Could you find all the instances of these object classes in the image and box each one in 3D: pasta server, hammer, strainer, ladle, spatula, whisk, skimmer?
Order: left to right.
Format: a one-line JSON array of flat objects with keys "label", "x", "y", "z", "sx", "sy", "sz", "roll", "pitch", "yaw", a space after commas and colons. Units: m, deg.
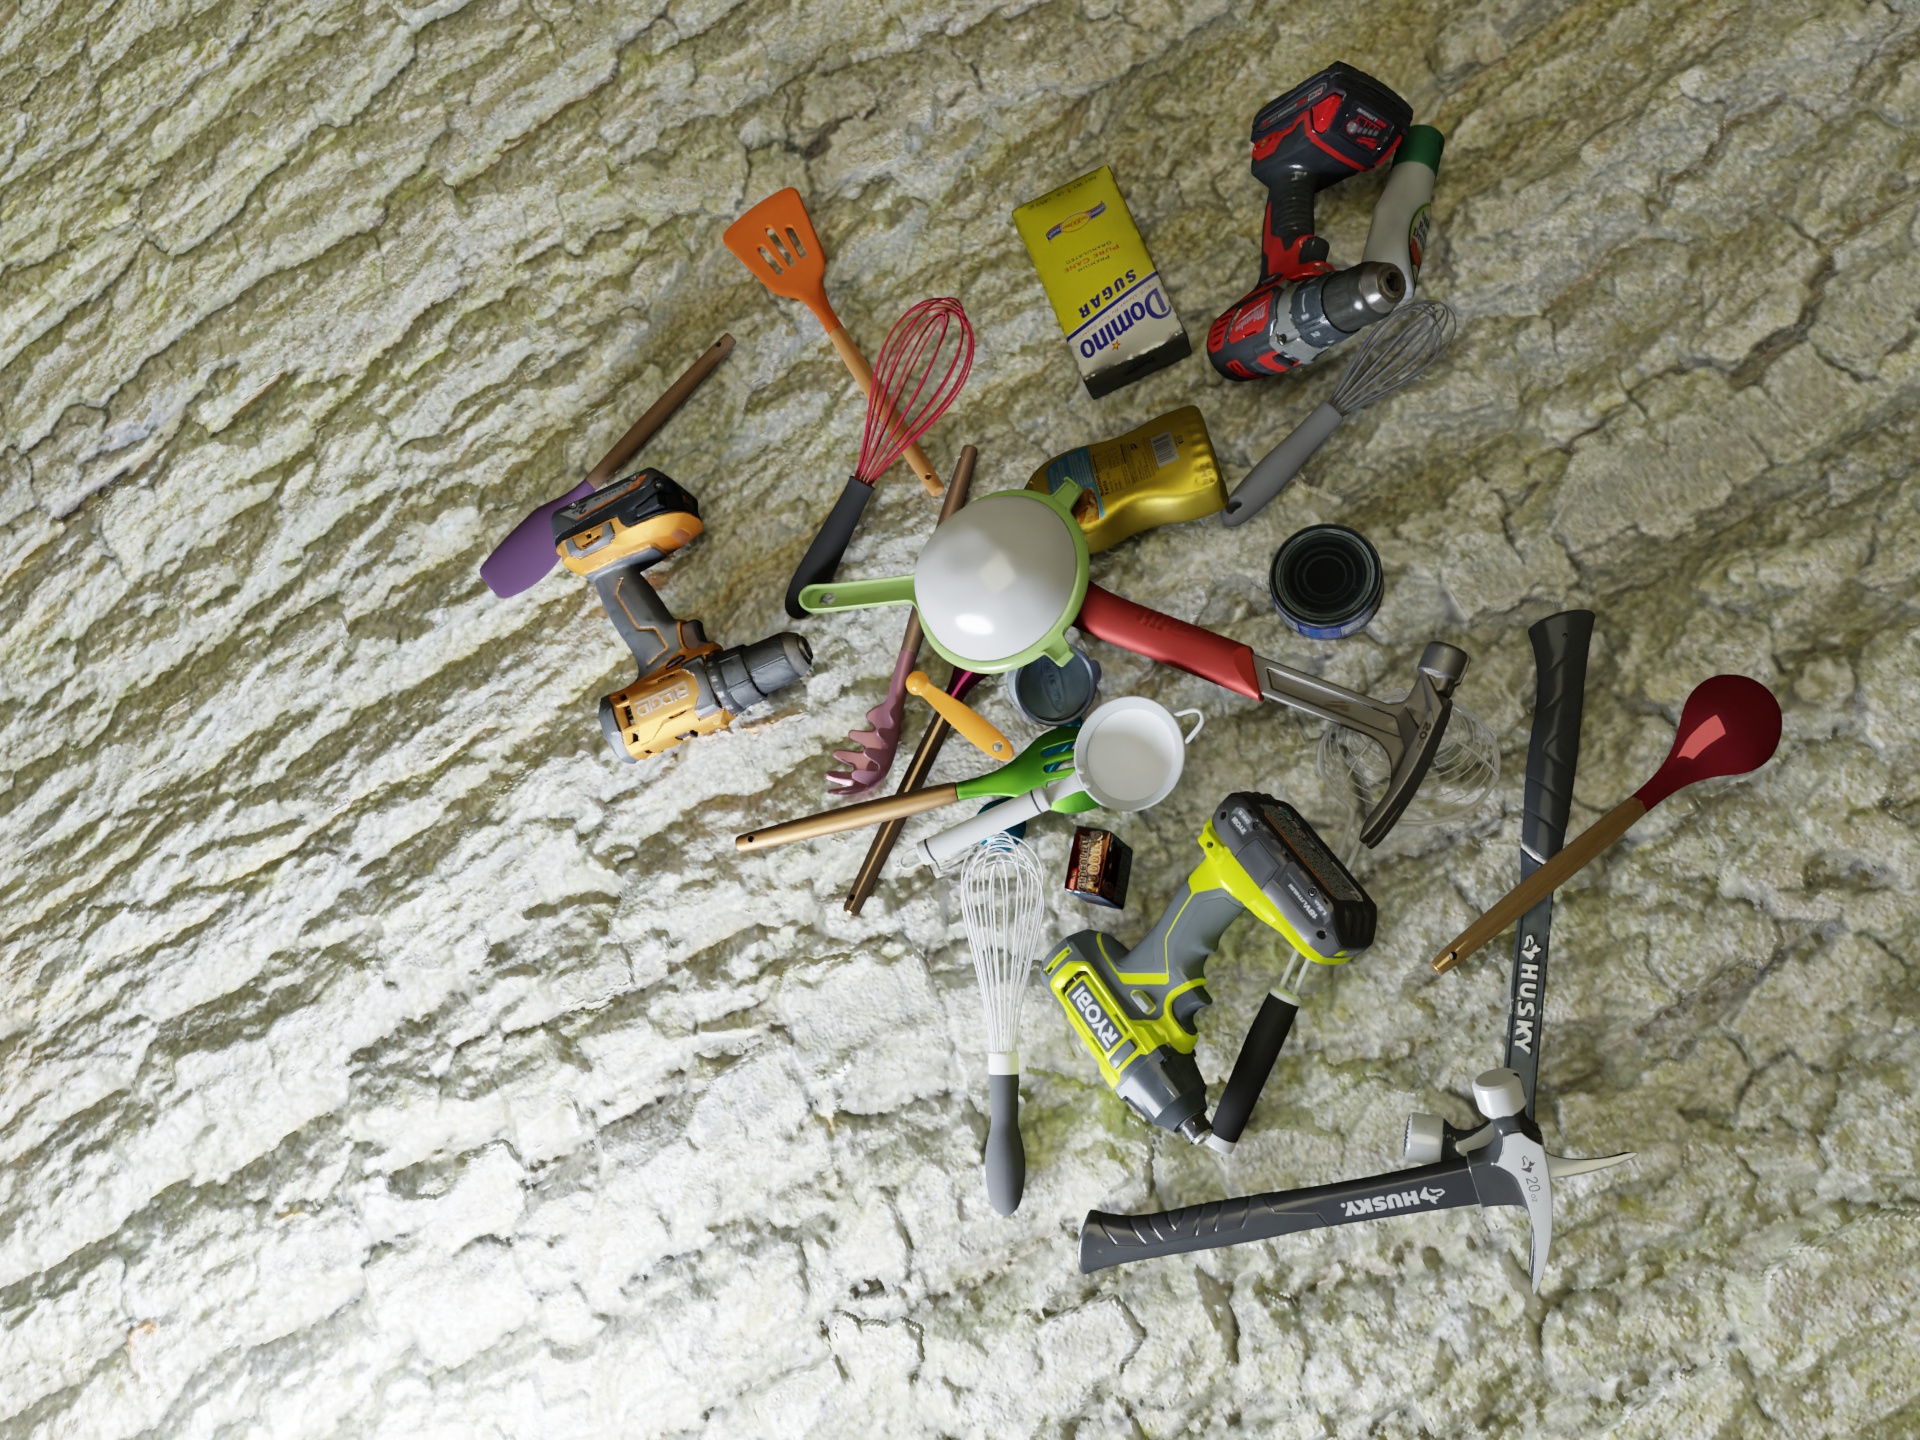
[{"label": "spatula", "x": -0.314, "y": -0.230, "z": 1.433, "sx": 0.316, "sy": 0.018, "sz": 0.060, "roll": -46, "pitch": 70, "yaw": 3}, {"label": "spatula", "x": -0.100, "y": -0.323, "z": 1.382, "sx": 0.081, "sy": 0.041, "sz": 0.323, "roll": -33, "pitch": 70, "yaw": 6}, {"label": "whisk", "x": -0.071, "y": -0.215, "z": 1.319, "sx": 0.073, "sy": 0.073, "sz": 0.296, "roll": 32, "pitch": 100, "yaw": 21}, {"label": "pasta server", "x": -0.041, "y": -0.084, "z": 1.304, "sx": 0.060, "sy": 0.040, "sz": 0.316, "roll": -5, "pitch": 66, "yaw": 61}, {"label": "strainer", "x": -0.028, "y": -0.114, "z": 1.241, "sx": 0.256, "sy": 0.069, "sz": 0.151, "roll": -4, "pitch": 73, "yaw": 27}, {"label": "whisk", "x": 0.033, "y": 0.225, "z": 1.196, "sx": 0.070, "sy": 0.070, "sz": 0.285, "roll": -4, "pitch": 80, "yaw": 16}, {"label": "strainer", "x": 0.068, "y": 0.054, "z": 1.190, "sx": 0.258, "sy": 0.050, "sz": 0.087, "roll": -25, "pitch": 69, "yaw": 11}, {"label": "hammer", "x": 0.184, "y": -0.038, "z": 1.180, "sx": 0.359, "sy": 0.036, "sz": 0.149, "roll": 24, "pitch": 85, "yaw": 35}, {"label": "hammer", "x": 0.237, "y": 0.342, "z": 1.098, "sx": 0.335, "sy": 0.035, "sz": 0.146, "roll": -17, "pitch": 98, "yaw": 19}, {"label": "whisk", "x": 0.292, "y": -0.238, "z": 1.243, "sx": 0.239, "sy": 0.055, "sz": 0.055, "roll": -45, "pitch": 69, "yaw": 6}, {"label": "skimmer", "x": 0.272, "y": 0.146, "z": 1.156, "sx": 0.127, "sy": 0.090, "sz": 0.363, "roll": 26, "pitch": 95, "yaw": 33}, {"label": "hammer", "x": 0.412, "y": 0.117, "z": 1.120, "sx": 0.149, "sy": 0.036, "sz": 0.409, "roll": 7, "pitch": 78, "yaw": 17}, {"label": "ladle", "x": 0.445, "y": 0.073, "z": 1.093, "sx": 0.315, "sy": 0.031, "sz": 0.069, "roll": -38, "pitch": 79, "yaw": -6}]

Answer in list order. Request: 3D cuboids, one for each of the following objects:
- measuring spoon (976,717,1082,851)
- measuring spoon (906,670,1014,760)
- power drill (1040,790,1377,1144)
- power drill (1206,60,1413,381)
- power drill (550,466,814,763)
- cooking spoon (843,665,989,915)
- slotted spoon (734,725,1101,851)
[{"label": "measuring spoon", "x": 0.054, "y": 0.046, "z": 1.250, "sx": 0.042, "sy": 0.021, "sz": 0.128, "roll": 35, "pitch": 89, "yaw": 21}, {"label": "measuring spoon", "x": -0.002, "y": -0.004, "z": 1.244, "sx": 0.117, "sy": 0.011, "sz": 0.021, "roll": 39, "pitch": 97, "yaw": 28}, {"label": "power drill", "x": 0.176, "y": 0.174, "z": 1.119, "sx": 0.223, "sy": 0.080, "sz": 0.171, "roll": -50, "pitch": 59, "yaw": 22}, {"label": "power drill", "x": 0.279, "y": -0.380, "z": 1.218, "sx": 0.188, "sy": 0.080, "sz": 0.227, "roll": -7, "pitch": 67, "yaw": 62}, {"label": "power drill", "x": -0.237, "y": -0.097, "z": 1.346, "sx": 0.185, "sy": 0.084, "sz": 0.226, "roll": -23, "pitch": 75, "yaw": 10}, {"label": "cooking spoon", "x": -0.020, "y": 0.011, "z": 1.267, "sx": 0.069, "sy": 0.017, "sz": 0.319, "roll": 26, "pitch": 91, "yaw": 36}, {"label": "slotted spoon", "x": -0.027, "y": 0.063, "z": 1.241, "sx": 0.314, "sy": 0.031, "sz": 0.070, "roll": -13, "pitch": 72, "yaw": 8}]
